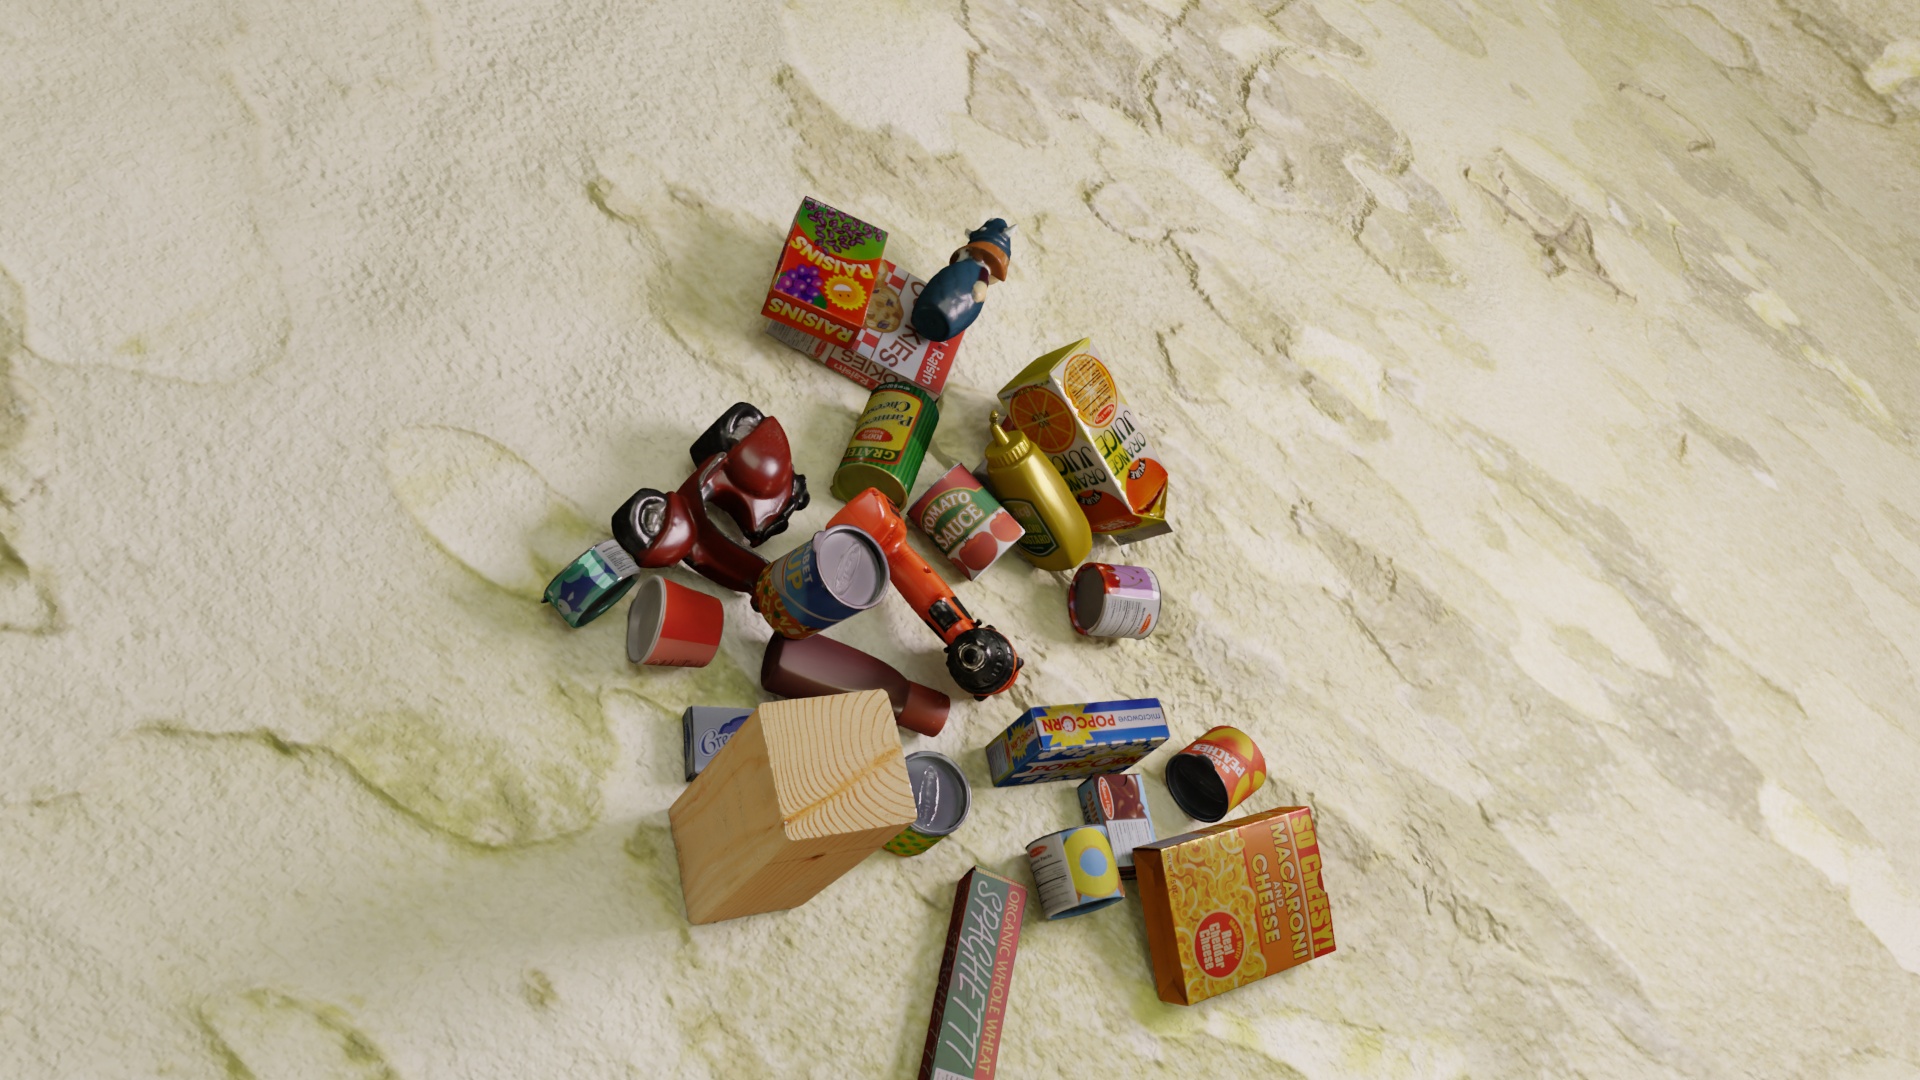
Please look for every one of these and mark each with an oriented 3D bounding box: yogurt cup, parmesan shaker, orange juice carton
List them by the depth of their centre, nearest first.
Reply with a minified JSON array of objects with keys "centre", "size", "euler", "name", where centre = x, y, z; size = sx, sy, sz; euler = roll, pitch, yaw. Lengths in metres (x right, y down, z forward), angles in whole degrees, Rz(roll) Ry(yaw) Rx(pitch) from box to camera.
[{"centre":[-0.213,0.064,1.041],"size":[0.054,0.072,0.073],"euler":[16,55,-30],"name":"yogurt cup"},{"centre":[-0.066,-0.081,1.207],"size":[0.071,0.071,0.103],"euler":[28,52,-12],"name":"parmesan shaker"},{"centre":[0.123,-0.079,1.266],"size":[0.073,0.071,0.192],"euler":[-44,108,-39],"name":"orange juice carton"}]

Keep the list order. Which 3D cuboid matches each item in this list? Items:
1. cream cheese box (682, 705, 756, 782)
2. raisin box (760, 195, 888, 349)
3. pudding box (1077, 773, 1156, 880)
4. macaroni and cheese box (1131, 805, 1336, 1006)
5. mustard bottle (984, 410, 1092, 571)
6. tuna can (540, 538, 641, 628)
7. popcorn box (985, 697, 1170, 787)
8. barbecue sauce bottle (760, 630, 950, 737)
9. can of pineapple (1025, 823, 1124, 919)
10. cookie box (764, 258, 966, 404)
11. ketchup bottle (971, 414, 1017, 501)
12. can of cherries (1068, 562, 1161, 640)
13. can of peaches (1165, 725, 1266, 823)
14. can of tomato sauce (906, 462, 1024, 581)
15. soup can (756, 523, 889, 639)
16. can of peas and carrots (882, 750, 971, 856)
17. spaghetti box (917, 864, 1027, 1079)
[{"centre":[-0.155,0.154,1.042],"size":[0.104,0.024,0.053],"euler":[6,59,-26],"name":"cream cheese box"},{"centre":[-0.120,-0.238,1.237],"size":[0.086,0.040,0.124],"euler":[22,53,-15],"name":"raisin box"},{"centre":[0.132,0.236,1.146],"size":[0.050,0.030,0.084],"euler":[2,61,-26],"name":"pudding box"},{"centre":[0.227,0.295,1.135],"size":[0.167,0.040,0.123],"euler":[-7,85,-31],"name":"macaroni and cheese box"},{"centre":[0.058,-0.045,1.216],"size":[0.049,0.065,0.159],"euler":[-50,121,-34],"name":"mustard bottle"},{"centre":[-0.273,0.034,1.025],"size":[0.033,0.070,0.071],"euler":[48,51,3],"name":"tuna can"},{"centre":[0.096,0.165,1.134],"size":[0.127,0.084,0.038],"euler":[0,62,-28],"name":"popcorn box"},{"centre":[-0.081,0.114,1.092],"size":[0.148,0.043,0.065],"euler":[22,29,-17],"name":"barbecue sauce bottle"},{"centre":[0.091,0.259,1.087],"size":[0.071,0.070,0.058],"euler":[-2,64,-29],"name":"can of pineapple"},{"centre":[-0.081,-0.203,1.288],"size":[0.167,0.040,0.123],"euler":[27,52,-11],"name":"cookie box"},{"centre":[0.060,-0.090,1.295],"size":[0.064,0.043,0.149],"euler":[46,51,-6],"name":"ketchup bottle"},{"centre":[0.136,0.053,1.238],"size":[0.058,0.071,0.072],"euler":[6,60,-25],"name":"can of cherries"},{"centre":[0.220,0.198,1.192],"size":[0.058,0.071,0.071],"euler":[-26,76,-38],"name":"can of peaches"},{"centre":[0.004,-0.015,1.203],"size":[0.083,0.071,0.071],"euler":[47,51,3],"name":"can of tomato sauce"},{"centre":[-0.106,0.030,1.040],"size":[0.071,0.083,0.071],"euler":[20,58,-36],"name":"soup can"},{"centre":[-0.036,0.201,1.057],"size":[0.071,0.058,0.071],"euler":[13,56,-21],"name":"can of peas and carrots"},{"centre":[0.002,0.361,1.001],"size":[0.050,0.028,0.251],"euler":[24,53,-14],"name":"spaghetti box"}]
